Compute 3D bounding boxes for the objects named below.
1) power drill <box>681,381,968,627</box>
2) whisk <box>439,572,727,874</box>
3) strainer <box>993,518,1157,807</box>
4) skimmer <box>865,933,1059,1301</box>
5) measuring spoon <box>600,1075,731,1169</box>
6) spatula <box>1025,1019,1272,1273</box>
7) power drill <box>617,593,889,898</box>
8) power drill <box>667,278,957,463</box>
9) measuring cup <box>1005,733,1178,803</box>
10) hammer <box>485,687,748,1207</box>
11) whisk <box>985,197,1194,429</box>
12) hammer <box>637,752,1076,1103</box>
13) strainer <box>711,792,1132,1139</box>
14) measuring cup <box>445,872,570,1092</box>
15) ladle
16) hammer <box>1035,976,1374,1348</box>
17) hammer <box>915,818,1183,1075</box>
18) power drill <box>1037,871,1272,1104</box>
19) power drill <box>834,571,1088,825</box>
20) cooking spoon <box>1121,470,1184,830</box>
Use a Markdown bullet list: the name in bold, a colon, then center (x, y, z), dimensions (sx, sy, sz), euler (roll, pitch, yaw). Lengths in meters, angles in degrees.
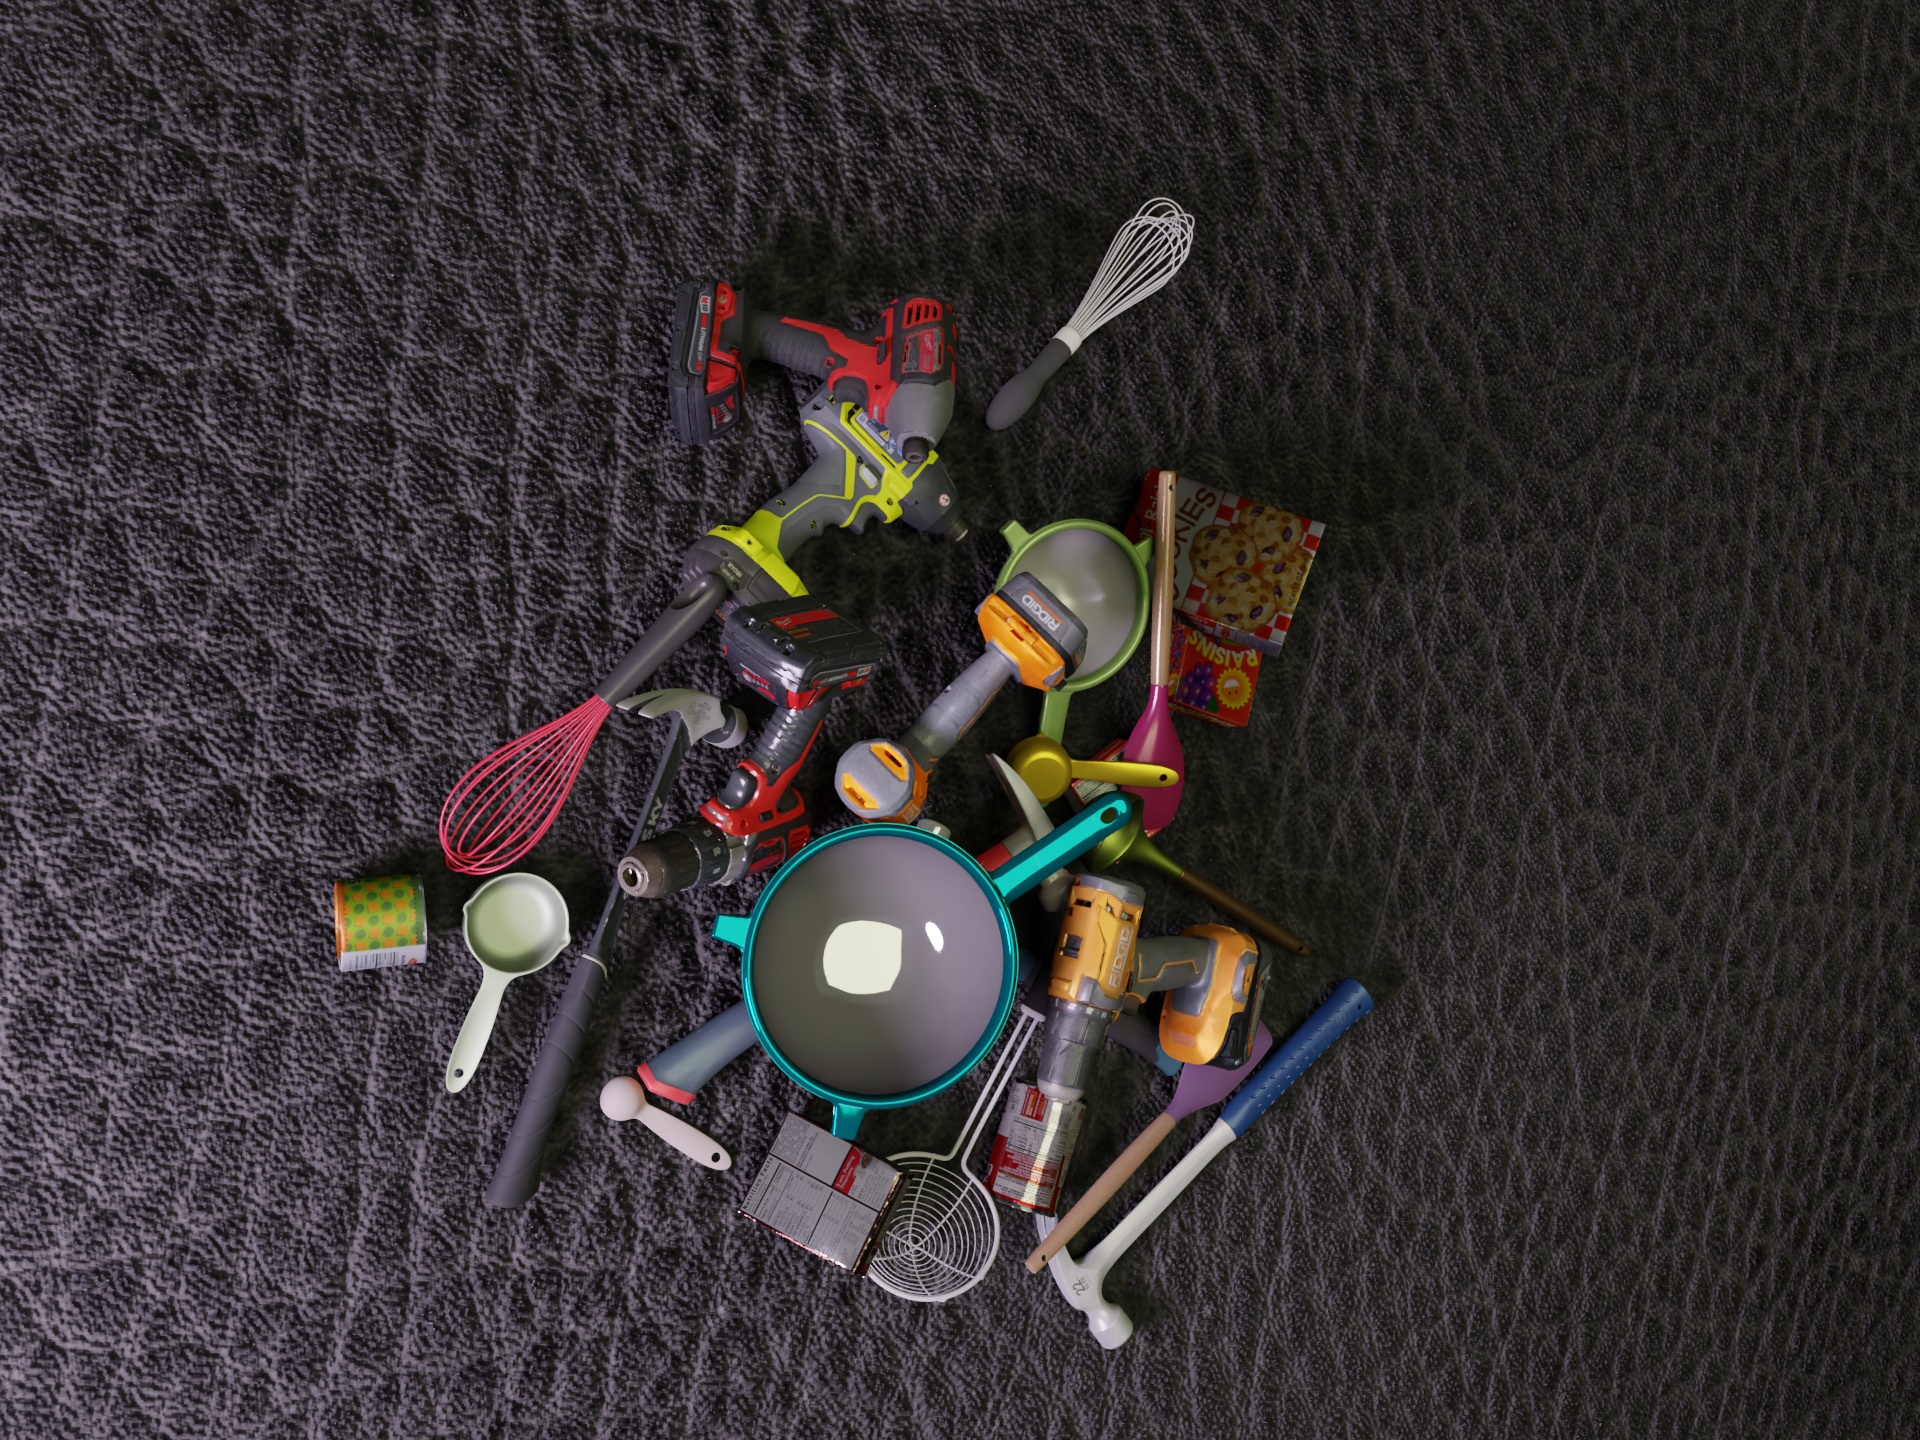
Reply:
- **power drill**: center (-0.104, -0.154, 1.299), dimensions (0.171, 0.080, 0.223), euler (44, 68, -16)
- **whisk**: center (-0.280, -0.001, 1.188), dimensions (0.073, 0.073, 0.296), euler (45, 84, -17)
- **strainer**: center (0.077, -0.053, 1.395), dimensions (0.151, 0.069, 0.256), euler (3, 104, -25)
- **skimmer**: center (0.031, 0.296, 1.308), dimensions (0.127, 0.090, 0.363), euler (27, 84, 9)
- **measuring spoon**: center (-0.228, 0.321, 1.250), dimensions (0.124, 0.018, 0.034), euler (38, 73, -20)
- **spatula**: center (0.166, 0.365, 1.397), dimensions (0.316, 0.018, 0.059), euler (-40, 97, -26)
- **power drill**: center (-0.158, 0.028, 1.181), dimensions (0.188, 0.080, 0.226), euler (-18, 137, -56)
- **power drill**: center (-0.113, -0.269, 1.243), dimensions (0.219, 0.078, 0.143), euler (3, 66, -4)
- **measuring cup**: center (0.117, 0.048, 1.375), dimensions (0.156, 0.029, 0.062), euler (4, 109, -10)
- **hammer**: center (-0.271, 0.167, 1.197), dimensions (0.036, 0.149, 0.409), euler (18, 85, 20)
- **whisk**: center (0.114, -0.363, 1.424), dimensions (0.070, 0.070, 0.284), euler (45, 75, -17)
- **hammer**: center (-0.091, 0.175, 1.284), dimensions (0.386, 0.038, 0.143), euler (-30, 93, -15)
- **strainer**: center (-0.017, 0.152, 1.239), dimensions (0.340, 0.095, 0.211), euler (-32, 94, -17)
- **measuring cup**: center (-0.351, 0.194, 1.189), dimensions (0.083, 0.038, 0.167), euler (23, 80, -23)
- **ladle**: center (0.219, 0.152, 1.427), dimensions (0.319, 0.062, 0.078), euler (32, 91, -31)
- **hammer**: center (0.235, 0.377, 1.456), dimensions (0.405, 0.035, 0.144), euler (-39, 104, -21)
- **hammer**: center (0.070, 0.220, 1.387), dimensions (0.330, 0.033, 0.128), euler (33, 74, -20)
- **power drill**: center (0.156, 0.239, 1.335), dimensions (0.226, 0.084, 0.185), euler (23, 78, -41)
- **power drill**: center (-0.002, -0.004, 1.275), dimensions (0.084, 0.164, 0.226), euler (44, 86, 9)
- **cooking spoon**: center (0.174, -0.057, 1.387), dimensions (0.068, 0.017, 0.319), euler (-6, 104, -28)
